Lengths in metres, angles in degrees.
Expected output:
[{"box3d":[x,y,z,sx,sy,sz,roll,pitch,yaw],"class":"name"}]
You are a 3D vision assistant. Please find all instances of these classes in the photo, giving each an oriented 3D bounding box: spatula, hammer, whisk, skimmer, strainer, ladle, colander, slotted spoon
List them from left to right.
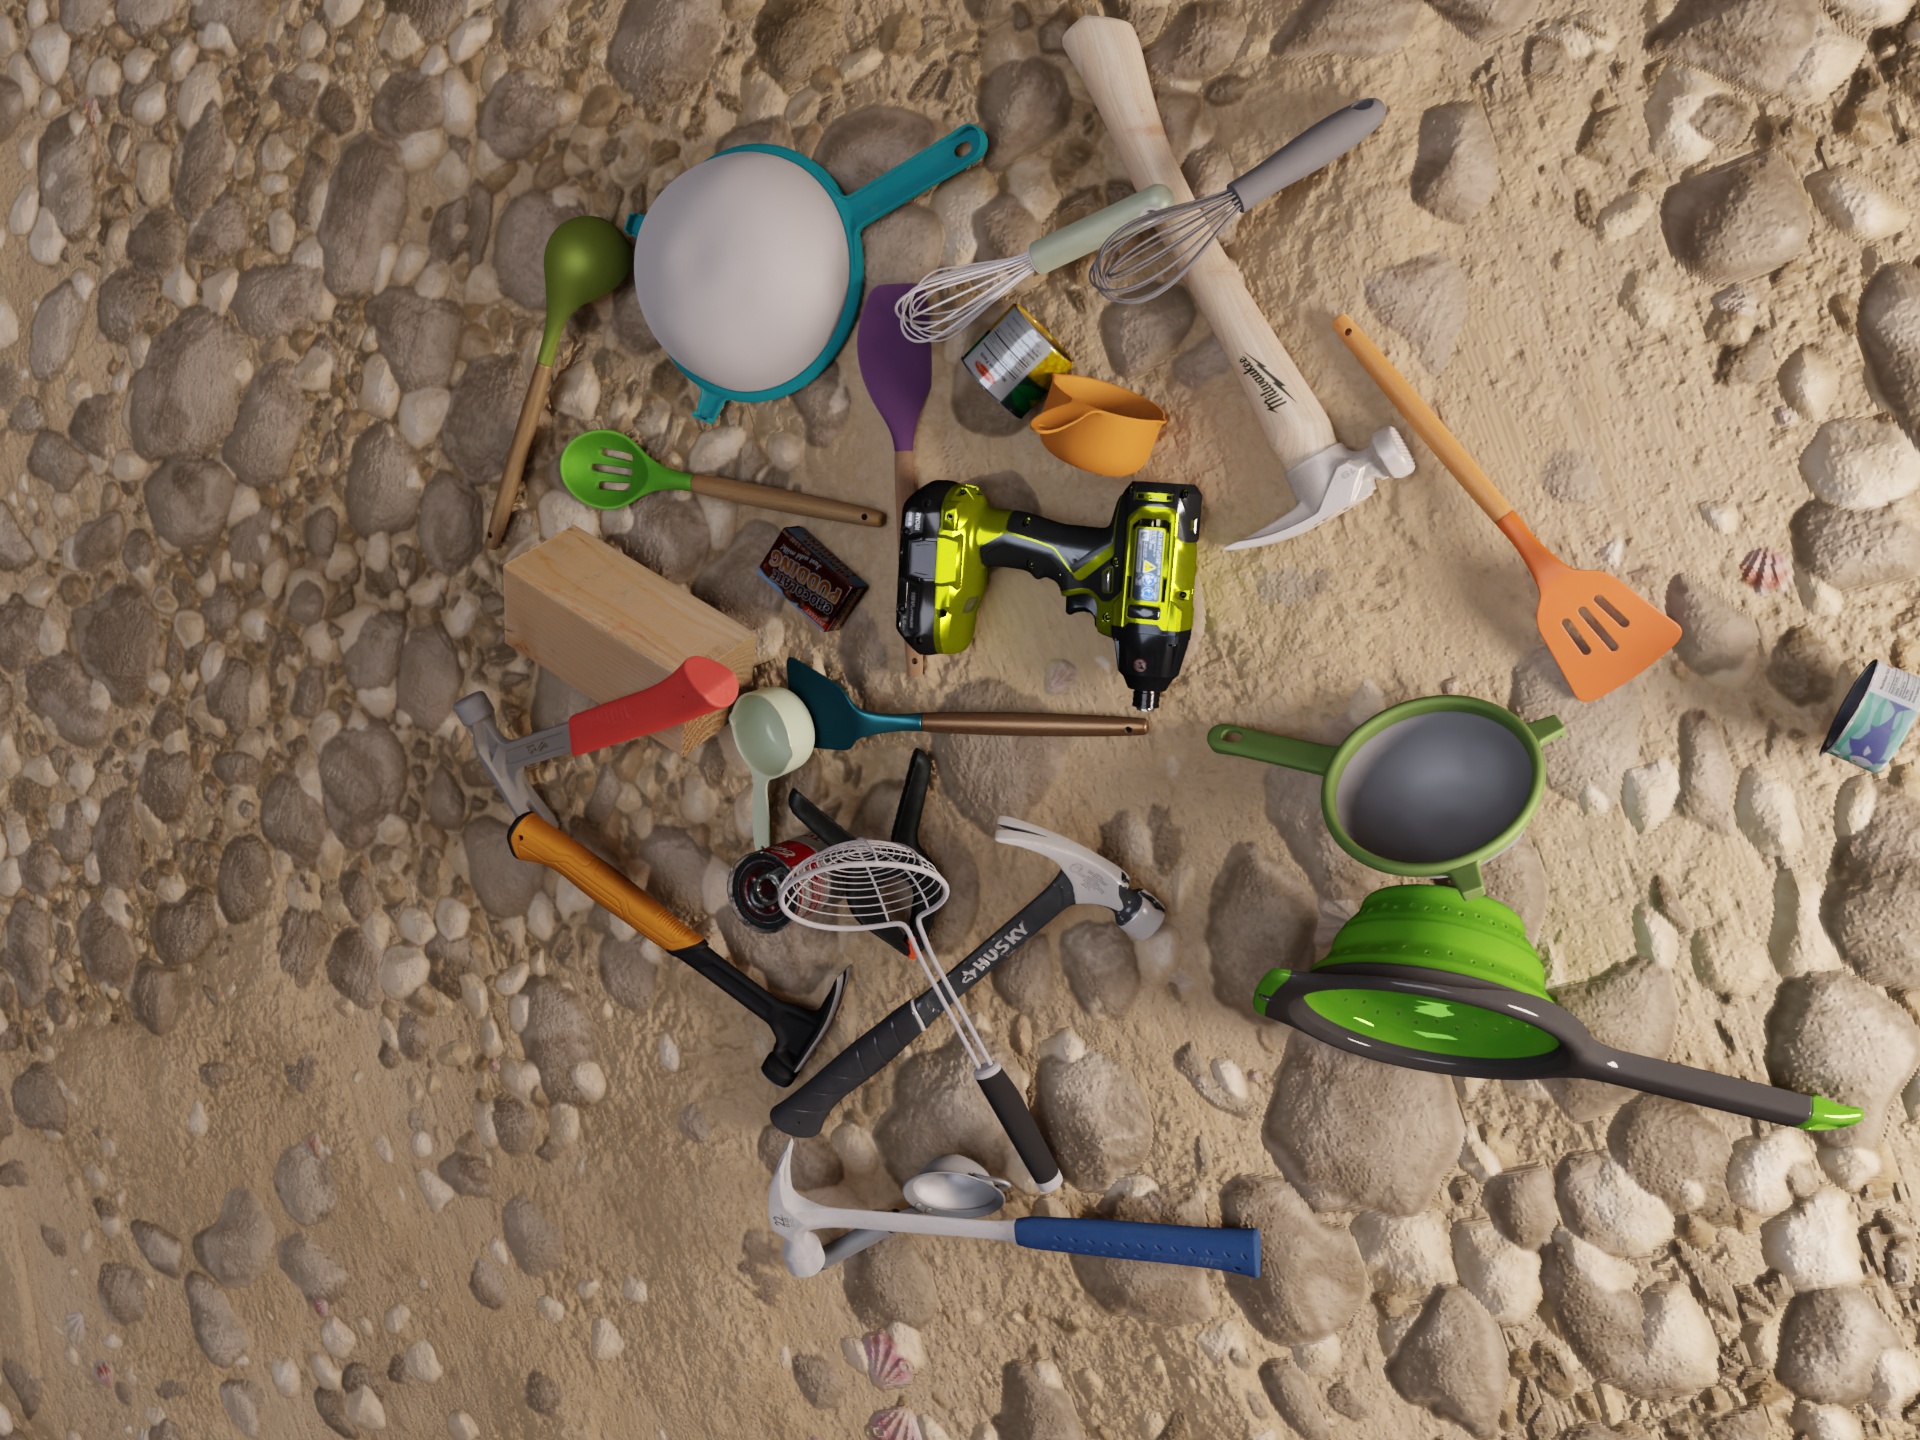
[{"box3d":[-0.371,-0.296,1.425,0.078,0.062,0.320,33,116,18],"class":"ladle"},{"box3d":[-0.302,0.014,1.347,0.359,0.037,0.149,-14,110,44],"class":"hammer"},{"box3d":[-0.256,0.179,1.400,0.337,0.034,0.127,34,110,8],"class":"hammer"},{"box3d":[-0.206,-0.197,1.363,0.314,0.031,0.070,13,101,21],"class":"slotted spoon"},{"box3d":[-0.138,-0.390,1.268,0.340,0.095,0.211,-22,87,27],"class":"strainer"},{"box3d":[-0.052,0.423,1.361,0.086,0.050,0.258,36,124,-29],"class":"strainer"},{"box3d":[-0.047,-0.192,1.290,0.060,0.018,0.316,-3,97,0],"class":"spatula"},{"box3d":[-0.026,0.229,1.305,0.149,0.036,0.409,38,119,-15],"class":"hammer"},{"box3d":[-0.014,0.240,1.229,0.127,0.090,0.363,-20,108,24],"class":"skimmer"},{"box3d":[-0.002,-0.004,1.290,0.317,0.044,0.082,2,113,19],"class":"spatula"},{"box3d":[0.034,0.408,1.280,0.405,0.035,0.144,-1,124,16],"class":"hammer"},{"box3d":[0.051,-0.345,1.195,0.246,0.057,0.059,-16,63,33],"class":"whisk"},{"box3d":[0.172,-0.326,1.165,0.146,0.038,0.411,-29,83,26],"class":"hammer"},{"box3d":[0.194,-0.364,1.107,0.239,0.055,0.055,-33,82,1],"class":"whisk"},{"box3d":[0.293,0.050,1.137,0.256,0.069,0.151,14,60,42],"class":"strainer"},{"box3d":[0.363,-0.159,1.105,0.081,0.041,0.323,-41,75,23],"class":"spatula"},{"box3d":[0.407,0.191,1.087,0.397,0.204,0.095,12,67,7],"class":"colander"}]

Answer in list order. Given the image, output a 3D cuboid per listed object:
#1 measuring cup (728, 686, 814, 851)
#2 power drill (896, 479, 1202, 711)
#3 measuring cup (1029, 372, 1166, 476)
[{"box3d":[-0.159,0.048,1.370,0.083,0.038,0.167,26,126,36],"class":"measuring cup"},{"box3d":[0.068,-0.102,1.220,0.223,0.080,0.171,7,99,21],"class":"power drill"},{"box3d":[0.083,-0.204,1.146,0.095,0.173,0.052,27,119,17],"class":"measuring cup"}]
